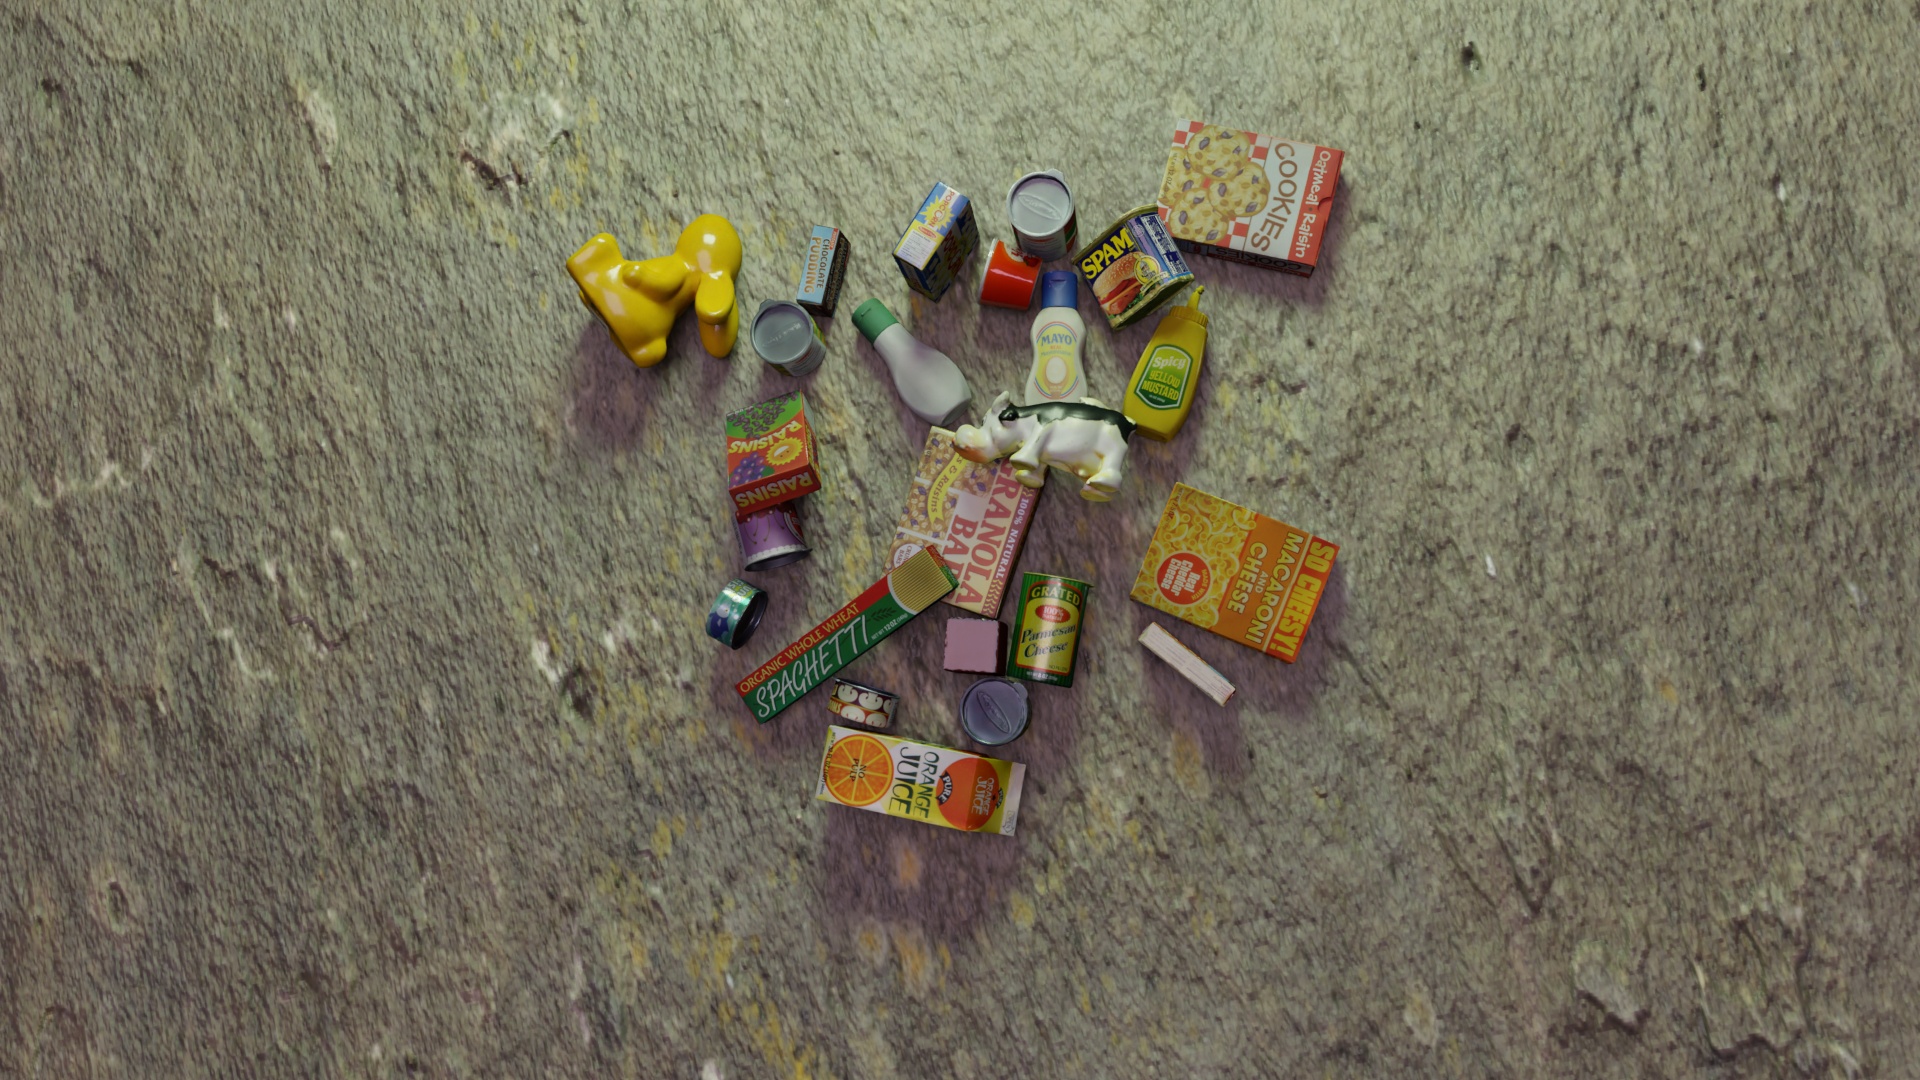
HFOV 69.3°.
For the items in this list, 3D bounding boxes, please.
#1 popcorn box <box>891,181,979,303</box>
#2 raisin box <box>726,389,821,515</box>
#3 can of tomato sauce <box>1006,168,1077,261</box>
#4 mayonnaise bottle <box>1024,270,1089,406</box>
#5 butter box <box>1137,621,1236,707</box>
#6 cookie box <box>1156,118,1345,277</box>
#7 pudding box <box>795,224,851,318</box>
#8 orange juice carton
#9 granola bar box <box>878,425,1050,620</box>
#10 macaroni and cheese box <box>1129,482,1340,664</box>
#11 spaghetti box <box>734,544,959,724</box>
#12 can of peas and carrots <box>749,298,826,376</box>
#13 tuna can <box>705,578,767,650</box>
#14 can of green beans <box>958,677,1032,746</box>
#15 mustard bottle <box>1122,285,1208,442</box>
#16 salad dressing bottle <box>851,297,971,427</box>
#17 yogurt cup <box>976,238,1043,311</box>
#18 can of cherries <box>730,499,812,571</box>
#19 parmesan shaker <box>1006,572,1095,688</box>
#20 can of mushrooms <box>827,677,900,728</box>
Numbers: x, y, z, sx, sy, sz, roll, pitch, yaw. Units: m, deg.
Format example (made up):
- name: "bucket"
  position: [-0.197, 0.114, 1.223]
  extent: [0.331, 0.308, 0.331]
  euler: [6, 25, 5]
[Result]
- name: "popcorn box"
  position: [-0.023, -0.293, 1.377]
  extent: [0.038, 0.126, 0.085]
  euler: [32, 89, 7]
- name: "raisin box"
  position: [-0.188, -0.089, 1.385]
  extent: [0.086, 0.040, 0.124]
  euler: [-17, 42, 5]
- name: "can of tomato sauce"
  position: [0.083, -0.324, 1.388]
  extent: [0.071, 0.083, 0.071]
  euler: [-1, 83, 8]
- name: "mayonnaise bottle"
  position: [0.098, -0.194, 1.391]
  extent: [0.065, 0.041, 0.148]
  euler: [0, 84, 10]
- name: "butter box"
  position: [0.217, 0.118, 1.331]
  extent: [0.103, 0.053, 0.024]
  euler: [39, 93, 11]
- name: "cookie box"
  position: [0.284, -0.342, 1.385]
  extent: [0.167, 0.040, 0.123]
  euler: [14, 85, 9]
- name: "pudding box"
  position: [-0.141, -0.276, 1.429]
  extent: [0.030, 0.049, 0.084]
  euler: [12, 84, 11]
- name: "orange juice carton"
  position: [-0.036, 0.231, 1.341]
  extent: [0.193, 0.073, 0.072]
  euler: [11, 85, 8]
- name: "granola bar box"
  position: [0.005, -0.017, 1.383]
  extent: [0.124, 0.039, 0.165]
  euler: [18, 86, 9]
- name: "macaroni and cheese box"
  position: [0.264, 0.031, 1.342]
  extent: [0.166, 0.040, 0.124]
  euler: [22, 86, 10]
- name: "spaghetti box"
  position: [-0.114, 0.095, 1.367]
  extent: [0.249, 0.029, 0.050]
  euler: [-36, 85, 13]
- name: "can of peas and carrots"
  position: [-0.177, -0.208, 1.421]
  extent: [0.071, 0.058, 0.071]
  euler: [-1, 83, 8]
- name: "tuna can"
  position: [-0.223, 0.071, 1.388]
  extent: [0.033, 0.071, 0.071]
  euler: [27, 88, 10]
- name: "can of green beans"
  position: [0.035, 0.166, 1.347]
  extent: [0.071, 0.058, 0.071]
  euler: [-1, 83, 8]
- name: "mustard bottle"
  position: [0.209, -0.179, 1.370]
  extent: [0.065, 0.049, 0.160]
  euler: [19, 86, 8]
- name: "salad dressing bottle"
  position: [-0.052, -0.183, 1.410]
  extent: [0.064, 0.044, 0.148]
  euler: [-41, 79, 3]
- name: "yogurt cup"
  position: [0.050, -0.264, 1.396]
  extent: [0.054, 0.072, 0.072]
  euler: [16, 86, 1]
- name: "can of cherries"
  position: [-0.189, -0.007, 1.395]
  extent: [0.071, 0.071, 0.058]
  euler: [-18, 80, 5]
- name: "parmesan shaker"
  position: [0.088, 0.088, 1.346]
  extent: [0.071, 0.071, 0.103]
  euler: [9, 85, 9]
- name: "can of mushrooms"
  position: [-0.097, 0.158, 1.361]
  extent: [0.071, 0.071, 0.033]
  euler: [17, 88, 9]
